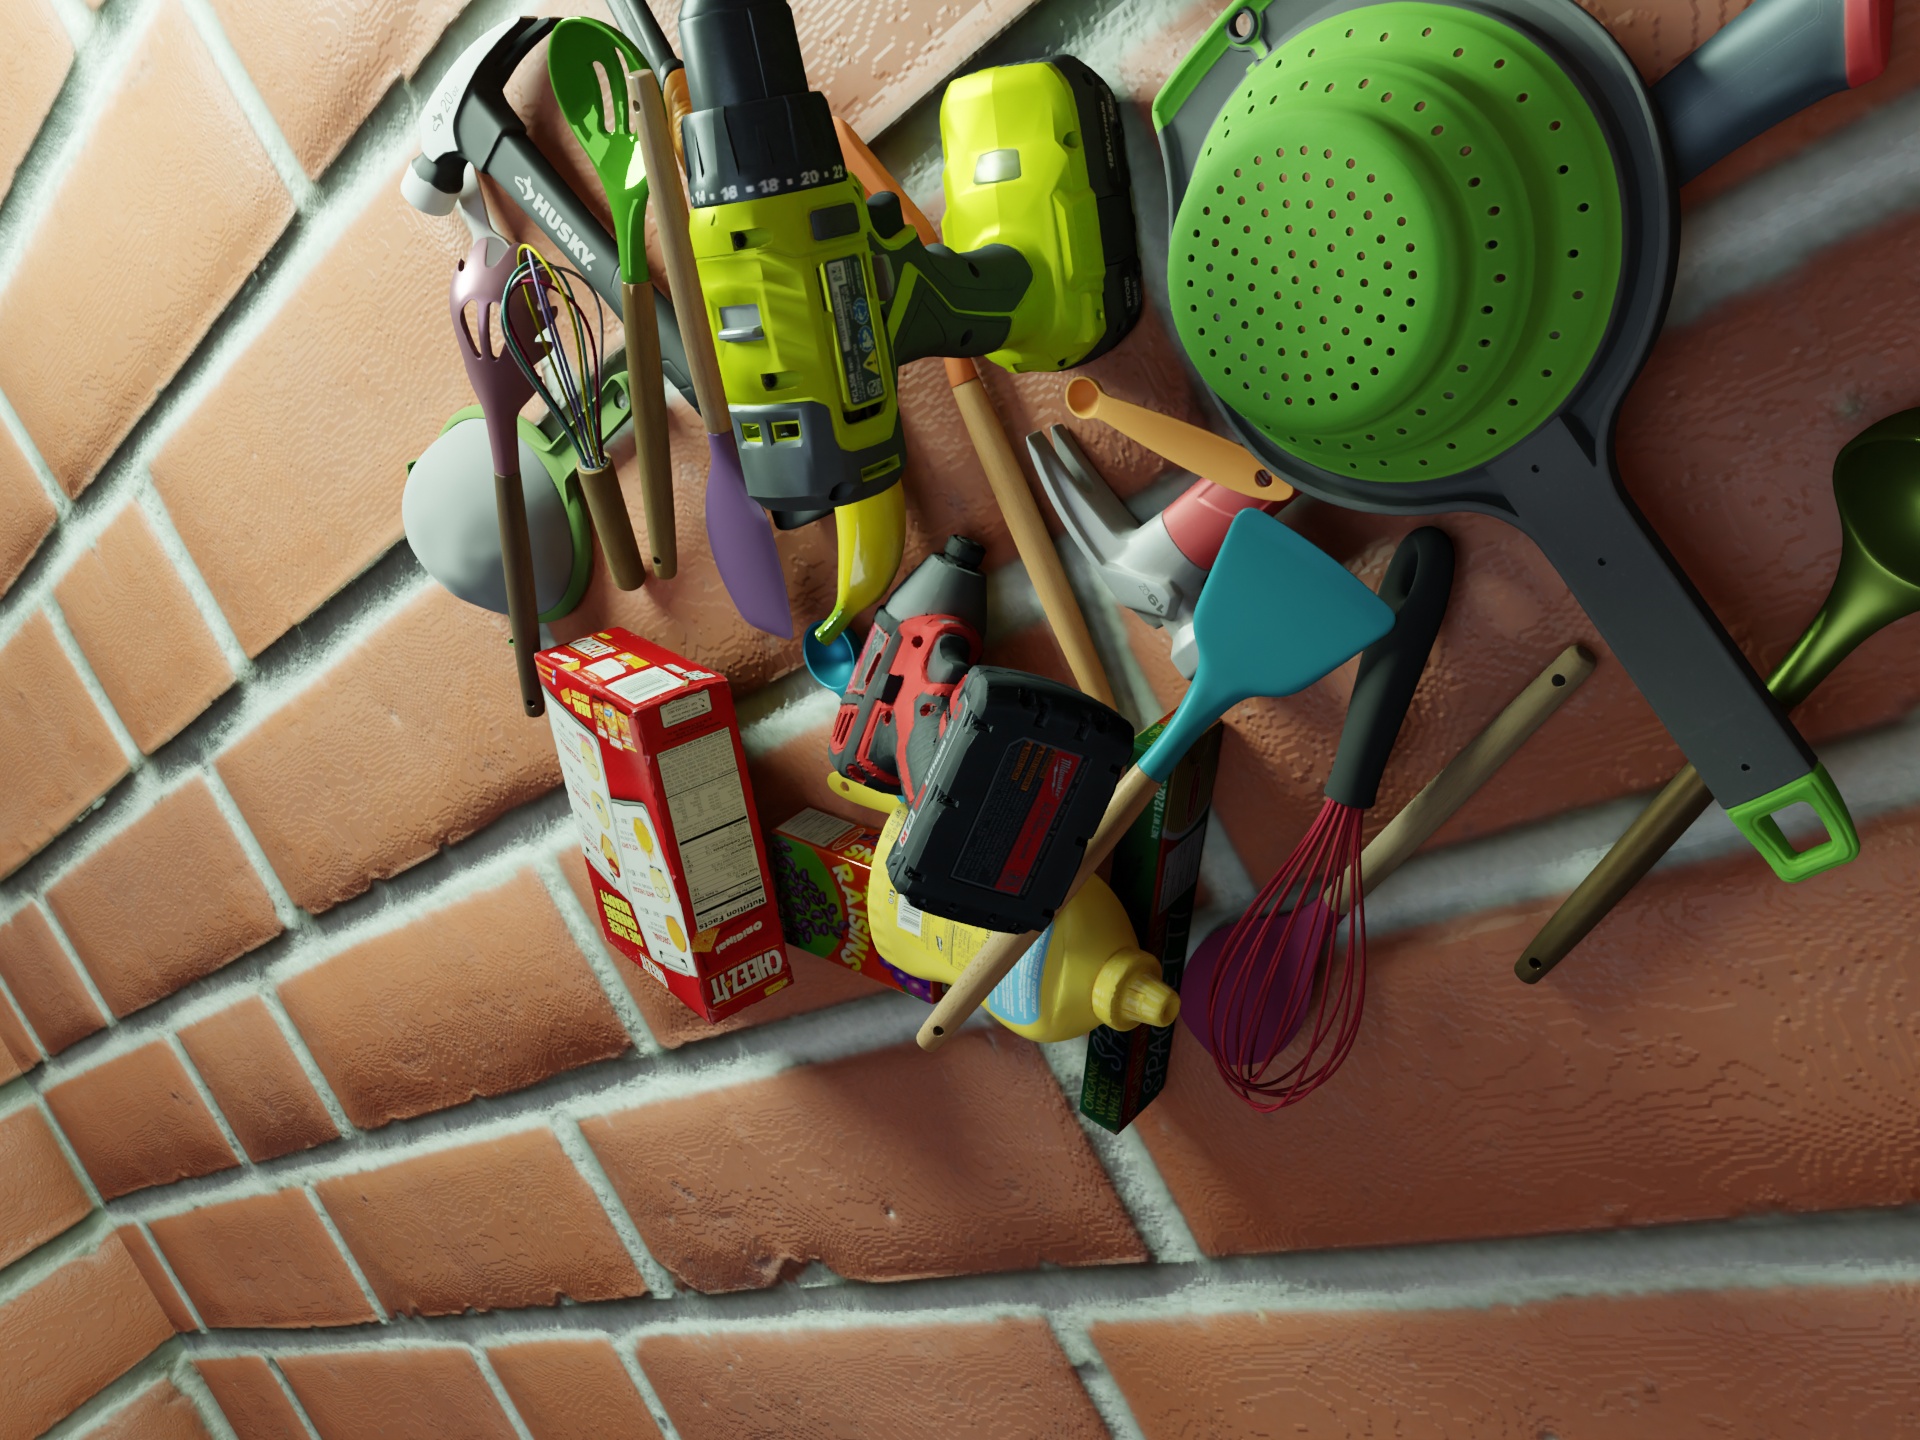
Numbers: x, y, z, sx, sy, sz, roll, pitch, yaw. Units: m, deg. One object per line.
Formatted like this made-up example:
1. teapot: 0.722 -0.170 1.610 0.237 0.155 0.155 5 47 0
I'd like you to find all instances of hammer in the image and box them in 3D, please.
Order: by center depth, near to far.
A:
1. hammer: 0.180 -0.168 0.644 0.143 0.038 0.386 54 134 5
2. hammer: -0.127 -0.293 0.794 0.127 0.034 0.337 -29 87 55
3. hammer: -0.180 -0.239 0.892 0.335 0.035 0.146 49 127 5

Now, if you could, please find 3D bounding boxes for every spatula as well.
1. spatula: 0.070 0.045 0.744 0.082 0.044 0.317 38 108 2
2. spatula: 0.005 -0.143 0.795 0.081 0.041 0.322 -2 115 65
3. spatula: -0.134 -0.178 0.838 0.060 0.018 0.315 22 136 34

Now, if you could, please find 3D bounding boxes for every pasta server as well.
1. pasta server: -0.270 -0.132 0.966 0.060 0.040 0.316 9 129 4

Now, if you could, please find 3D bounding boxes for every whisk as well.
1. whisk: 0.174 0.053 0.731 0.073 0.073 0.295 24 113 28
2. whisk: -0.215 -0.163 0.915 0.047 0.051 0.244 14 142 16

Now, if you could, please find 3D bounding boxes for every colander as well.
1. colander: 0.189 -0.100 0.576 0.204 0.094 0.397 -38 83 44

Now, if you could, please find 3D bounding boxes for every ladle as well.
1. ladle: 0.302 0.012 0.627 0.078 0.062 0.320 43 135 21

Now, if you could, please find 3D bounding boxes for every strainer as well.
1. strainer: -0.284 -0.144 1.005 0.256 0.069 0.151 -29 92 45

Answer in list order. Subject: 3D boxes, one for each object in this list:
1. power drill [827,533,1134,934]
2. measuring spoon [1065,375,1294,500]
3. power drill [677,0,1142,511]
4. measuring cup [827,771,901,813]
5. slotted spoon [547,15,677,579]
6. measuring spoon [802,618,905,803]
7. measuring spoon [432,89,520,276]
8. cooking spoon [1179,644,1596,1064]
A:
1. power drill: -0.001 -0.002 0.779 0.143 0.078 0.220 -66 23 14
2. measuring spoon: 0.097 -0.125 0.703 0.117 0.011 0.021 30 128 23
3. power drill: -0.021 -0.207 0.652 0.080 0.228 0.190 6 115 37
4. measuring cup: -0.022 0.058 0.926 0.157 0.029 0.062 15 120 31
5. slotted spoon: -0.173 -0.212 0.851 0.070 0.031 0.313 20 130 24
6. measuring spoon: -0.048 -0.003 0.917 0.042 0.021 0.128 -32 86 45
7. measuring spoon: -0.293 -0.321 0.963 0.034 0.018 0.124 -14 96 29
8. cooking spoon: 0.196 0.074 0.767 0.069 0.017 0.318 50 134 19
